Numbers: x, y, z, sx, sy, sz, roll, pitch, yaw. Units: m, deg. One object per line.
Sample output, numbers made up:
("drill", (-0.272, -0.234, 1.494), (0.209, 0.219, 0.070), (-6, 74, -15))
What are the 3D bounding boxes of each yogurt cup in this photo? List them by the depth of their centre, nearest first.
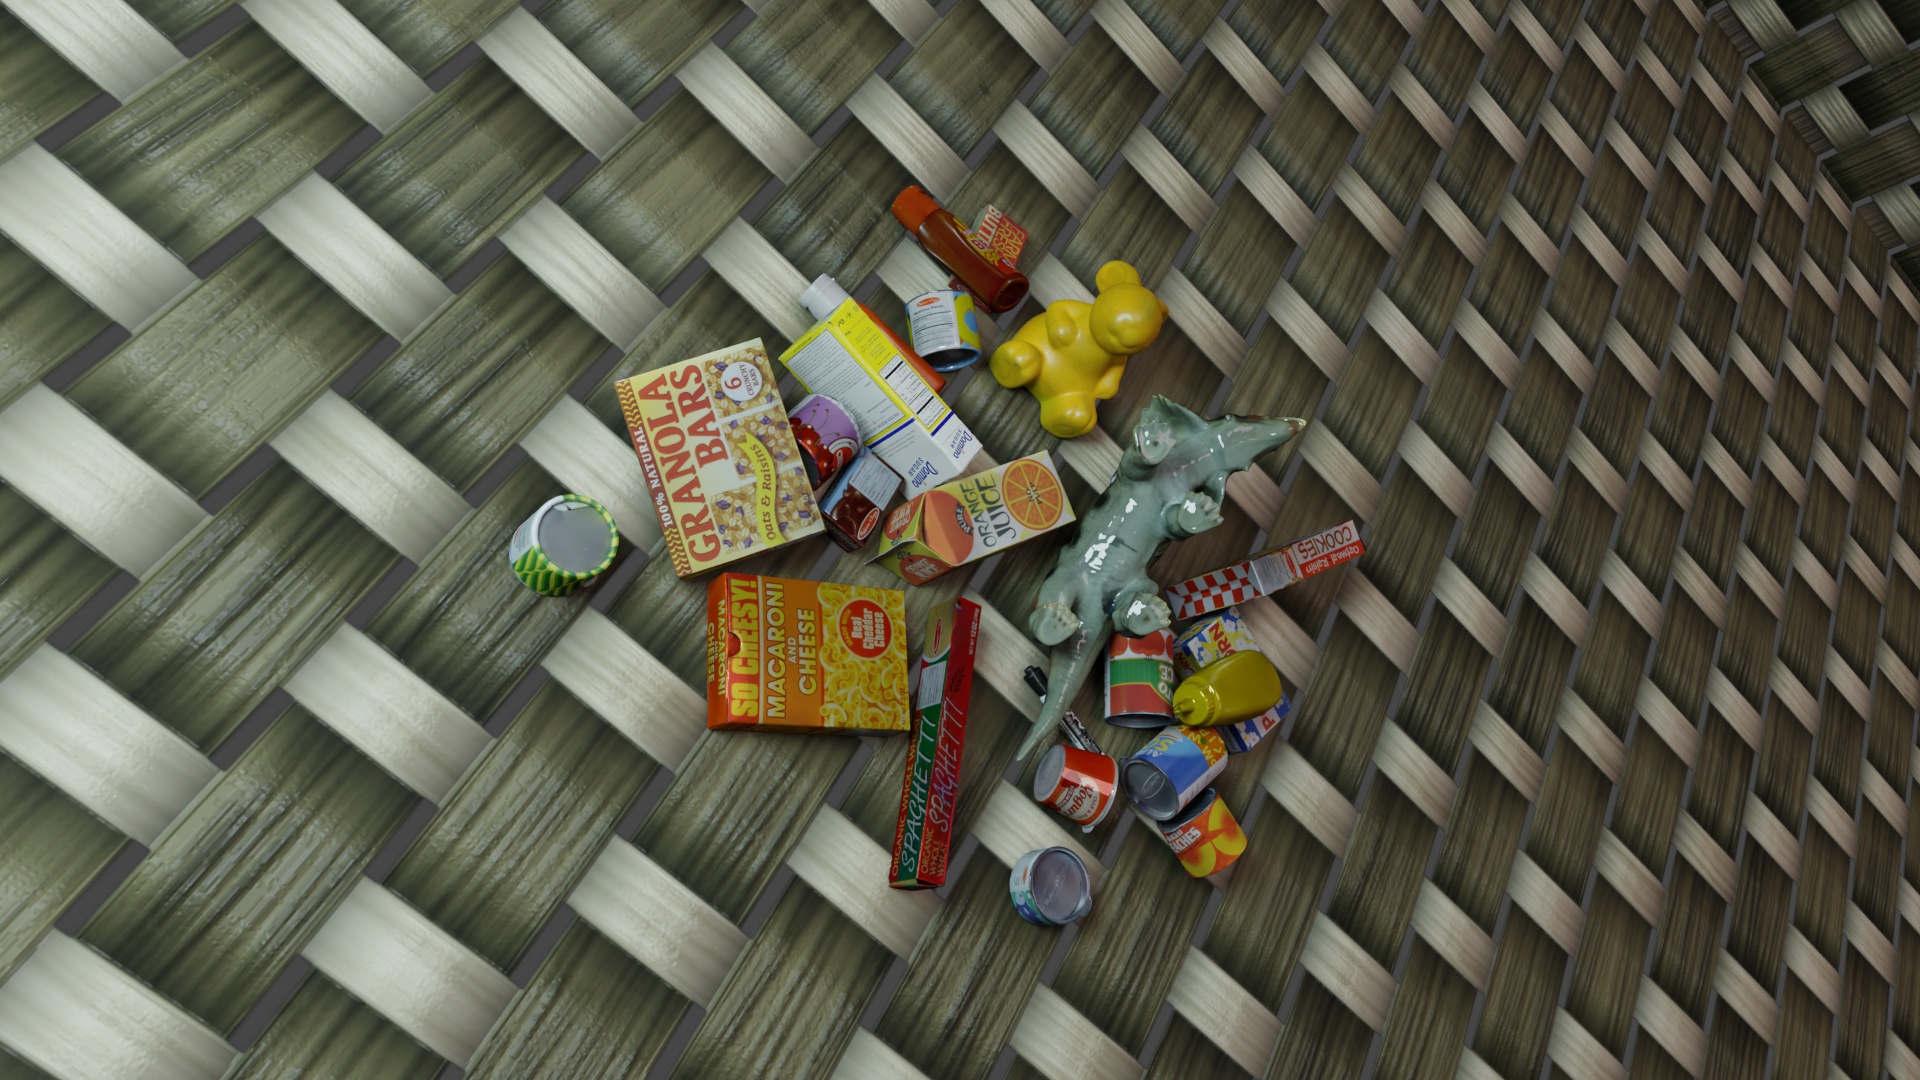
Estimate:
("yogurt cup", (0.102, 0.217, 1.244), (0.054, 0.072, 0.073), (24, 62, -17))

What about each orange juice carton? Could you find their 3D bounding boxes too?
("orange juice carton", (0.004, -0.016, 1.250), (0.193, 0.071, 0.073), (-21, 86, -38))

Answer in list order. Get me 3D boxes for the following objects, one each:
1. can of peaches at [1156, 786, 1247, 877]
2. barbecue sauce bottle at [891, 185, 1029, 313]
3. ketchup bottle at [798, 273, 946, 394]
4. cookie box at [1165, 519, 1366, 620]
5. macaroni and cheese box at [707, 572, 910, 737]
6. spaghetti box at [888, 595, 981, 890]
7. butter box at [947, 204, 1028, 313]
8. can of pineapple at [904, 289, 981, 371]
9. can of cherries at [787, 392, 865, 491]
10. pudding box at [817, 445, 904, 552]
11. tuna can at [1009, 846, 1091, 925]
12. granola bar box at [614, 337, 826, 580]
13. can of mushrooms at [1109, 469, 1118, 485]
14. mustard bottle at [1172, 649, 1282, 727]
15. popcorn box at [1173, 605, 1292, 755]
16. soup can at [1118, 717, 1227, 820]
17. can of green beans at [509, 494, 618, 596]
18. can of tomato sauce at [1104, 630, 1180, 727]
("can of peaches", (0.226, 0.276, 1.306), (0.071, 0.071, 0.058), (-38, 98, -37))
("barbecue sauce bottle", (-0.003, -0.278, 1.322), (0.149, 0.043, 0.065), (44, 19, 15))
("ketchup bottle", (-0.080, -0.178, 1.257), (0.149, 0.065, 0.043), (43, 87, -6))
("cookie box", (0.311, 0.031, 1.411), (0.168, 0.122, 0.040), (-18, 86, -37))
("macaroni and cheese box", (-0.124, 0.096, 1.144), (0.167, 0.040, 0.124), (8, 69, -33))
("spaghetti box", (-0.021, 0.172, 1.183), (0.029, 0.050, 0.251), (20, 64, -27))
("butter box", (0.028, -0.282, 1.386), (0.053, 0.024, 0.104), (33, 58, -20))
("can of pineapple", (-0.015, -0.195, 1.302), (0.071, 0.070, 0.058), (0, 75, -34))
("can of cherries", (-0.125, -0.082, 1.186), (0.071, 0.071, 0.059), (51, 54, -10))
("pudding box", (-0.091, -0.037, 1.218), (0.049, 0.030, 0.084), (41, 56, -18))
("tuna can", (0.080, 0.304, 1.217), (0.071, 0.032, 0.071), (12, 68, -31))
("granola bar box", (-0.193, -0.065, 1.120), (0.124, 0.039, 0.165), (-19, 84, -6))
("can of mushrooms", (0.189, -0.050, 1.412), (0.071, 0.033, 0.071), (12, 67, -30))
("mustard bottle", (0.242, 0.144, 1.307), (0.161, 0.048, 0.065), (-8, 69, -47))
("popcorn box", (0.271, 0.141, 1.399), (0.085, 0.038, 0.126), (-33, 94, -37))
("soup can", (0.200, 0.211, 1.311), (0.084, 0.071, 0.071), (-32, 94, -38))
("can of green beans", (-0.298, 0.004, 1.045), (0.071, 0.057, 0.071), (12, 68, -31))
("can of tomato sauce", (0.171, 0.130, 1.316), (0.071, 0.071, 0.083), (13, 67, -30))
